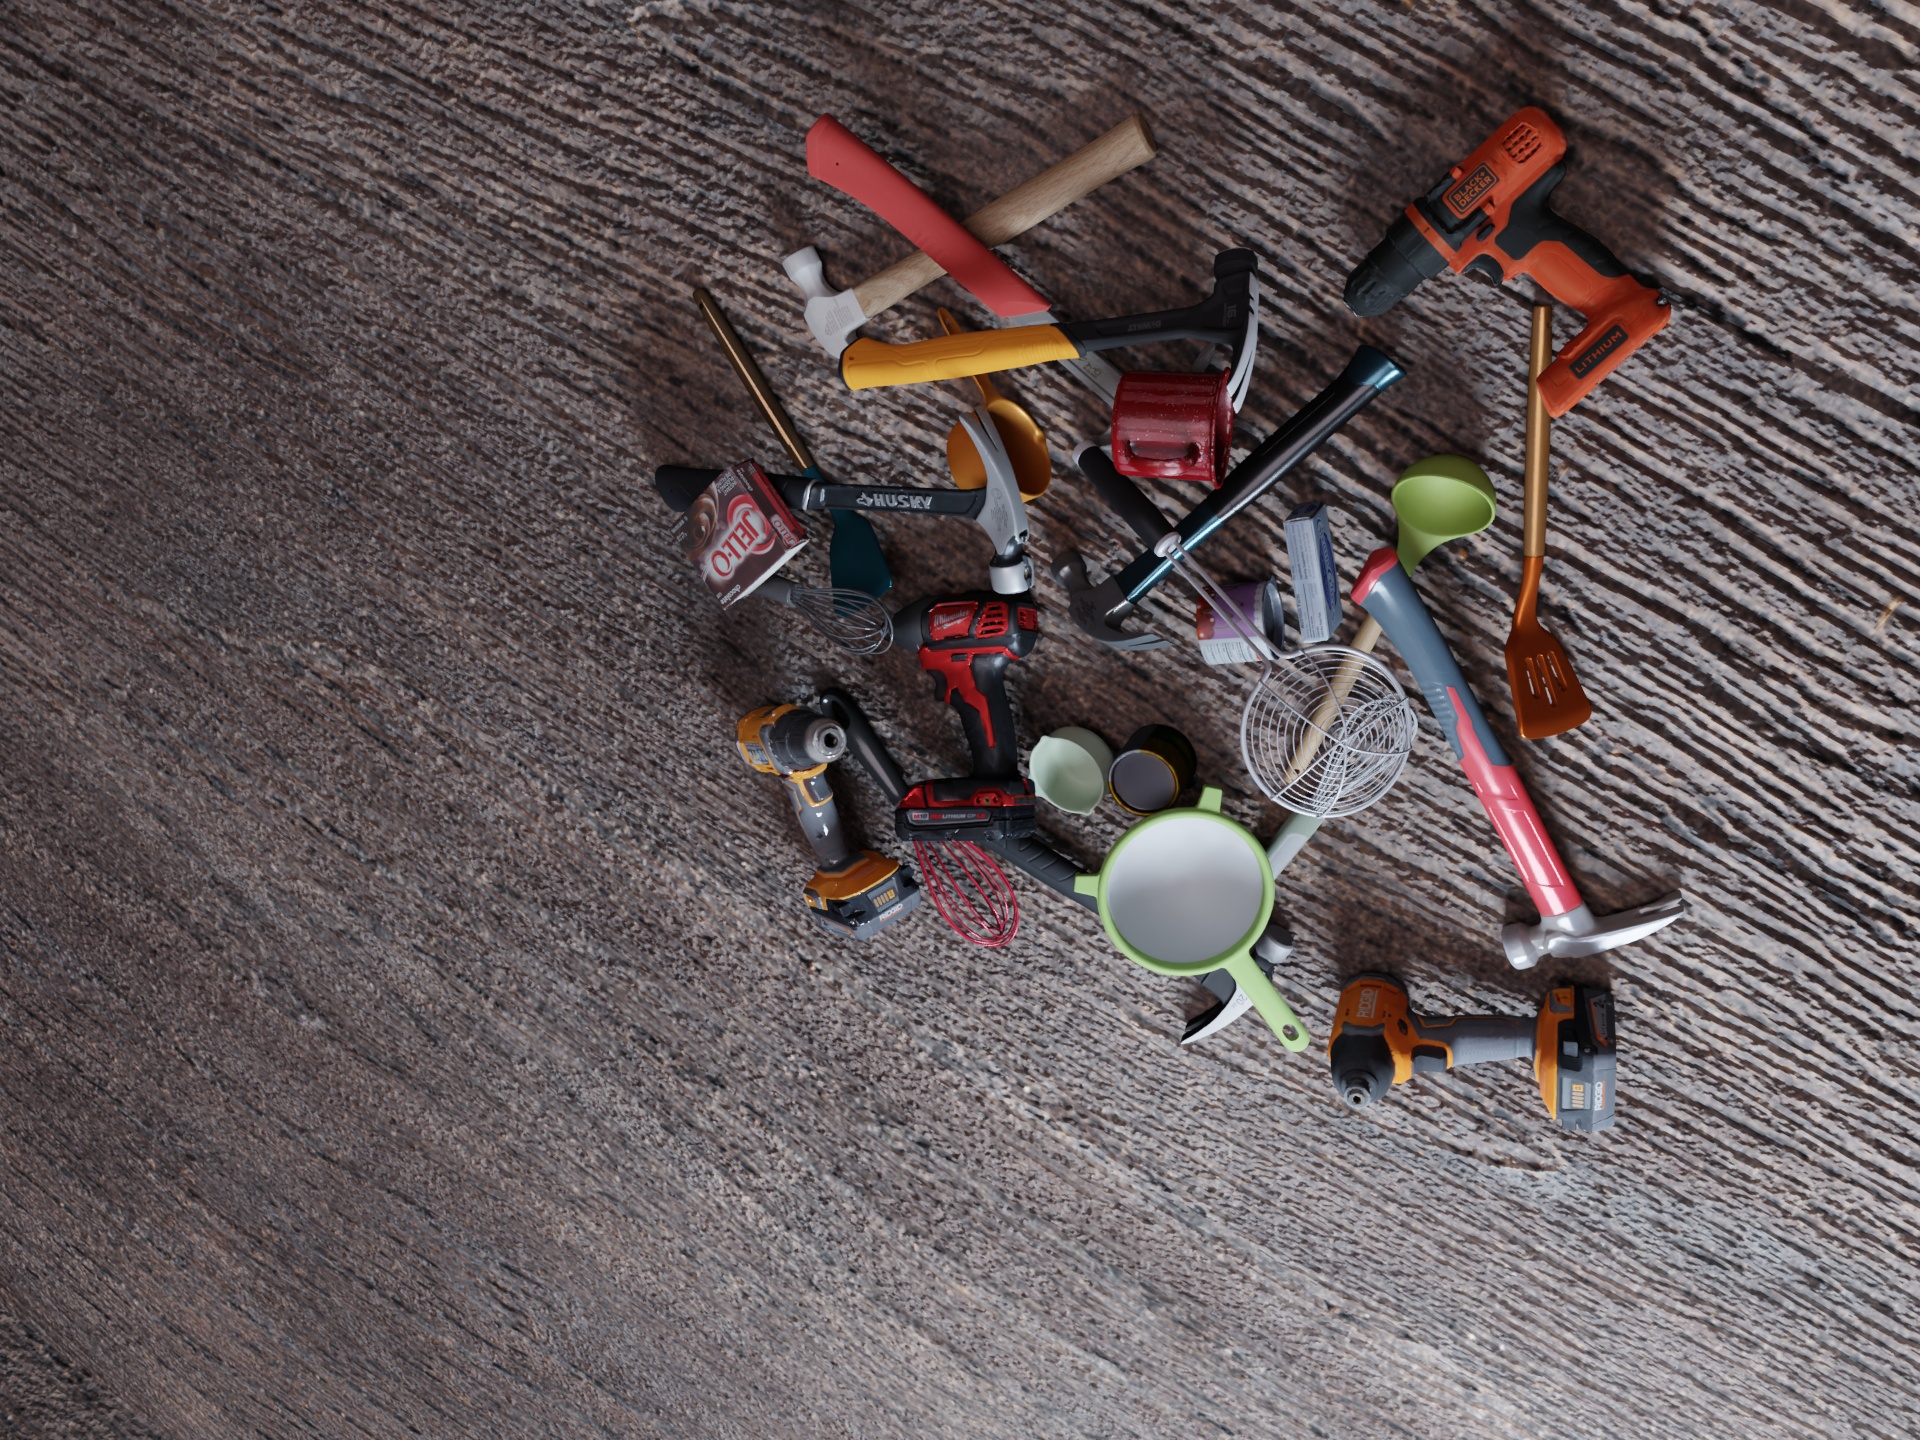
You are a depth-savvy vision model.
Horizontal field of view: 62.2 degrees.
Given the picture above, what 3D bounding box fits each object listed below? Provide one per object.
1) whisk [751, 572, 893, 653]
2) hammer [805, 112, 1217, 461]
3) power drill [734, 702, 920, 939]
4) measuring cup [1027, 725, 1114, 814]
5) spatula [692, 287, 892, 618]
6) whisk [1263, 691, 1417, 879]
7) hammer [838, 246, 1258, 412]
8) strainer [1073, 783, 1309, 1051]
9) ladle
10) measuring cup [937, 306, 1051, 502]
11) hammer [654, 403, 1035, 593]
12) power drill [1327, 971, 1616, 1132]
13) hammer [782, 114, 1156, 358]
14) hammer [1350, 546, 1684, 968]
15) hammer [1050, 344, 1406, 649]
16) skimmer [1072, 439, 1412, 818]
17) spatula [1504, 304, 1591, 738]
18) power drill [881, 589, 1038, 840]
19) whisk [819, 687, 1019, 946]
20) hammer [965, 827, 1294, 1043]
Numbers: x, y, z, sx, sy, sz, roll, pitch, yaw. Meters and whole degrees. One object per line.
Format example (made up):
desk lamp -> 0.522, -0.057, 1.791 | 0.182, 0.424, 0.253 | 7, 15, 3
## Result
whisk -> -0.149, -0.111, 1.442 | 0.239, 0.055, 0.055 | 24, 120, 37
hammer -> 0.030, -0.357, 1.263 | 0.359, 0.037, 0.149 | 39, 122, -9
power drill -> -0.120, 0.088, 1.481 | 0.185, 0.084, 0.226 | -2, 115, 64
measuring cup -> 0.074, 0.053, 1.455 | 0.167, 0.038, 0.083 | -22, 102, 46
spatula -> -0.156, -0.245, 1.422 | 0.082, 0.044, 0.317 | -27, 97, 44
whisk -> 0.306, 0.070, 1.351 | 0.057, 0.059, 0.246 | 20, 126, -16
hammer -> 0.060, -0.283, 1.225 | 0.337, 0.034, 0.127 | -2, 67, 22
strainer -> 0.223, 0.180, 1.387 | 0.151, 0.069, 0.256 | -36, 102, 8
ladle -> 0.331, -0.070, 1.277 | 0.078, 0.062, 0.320 | 22, 121, 2
measuring cup -> 0.009, -0.255, 1.322 | 0.052, 0.095, 0.173 | -24, 97, 38
hammer -> -0.116, -0.198, 1.370 | 0.409, 0.036, 0.149 | 9, 120, 36
power drill -> 0.420, 0.278, 1.319 | 0.226, 0.164, 0.084 | 1, 111, 21
hammer -> 0.011, -0.391, 1.297 | 0.331, 0.031, 0.130 | -22, 100, 29
hammer -> 0.427, 0.026, 1.253 | 0.143, 0.038, 0.386 | -24, 109, 28
hammer -> 0.214, -0.179, 1.274 | 0.331, 0.033, 0.128 | -42, 54, 25
skimmer -> 0.201, -0.083, 1.228 | 0.127, 0.090, 0.364 | -38, 59, 3
spatula -> 0.442, -0.148, 1.202 | 0.041, 0.081, 0.322 | 22, 121, 57
power drill -> -0.002, -0.004, 1.406 | 0.143, 0.078, 0.220 | -2, 88, 24
whisk -> -0.043, 0.091, 1.505 | 0.073, 0.073, 0.296 | -38, 87, 31
hammer -> 0.126, 0.168, 1.460 | 0.335, 0.035, 0.146 | 31, 120, 4
